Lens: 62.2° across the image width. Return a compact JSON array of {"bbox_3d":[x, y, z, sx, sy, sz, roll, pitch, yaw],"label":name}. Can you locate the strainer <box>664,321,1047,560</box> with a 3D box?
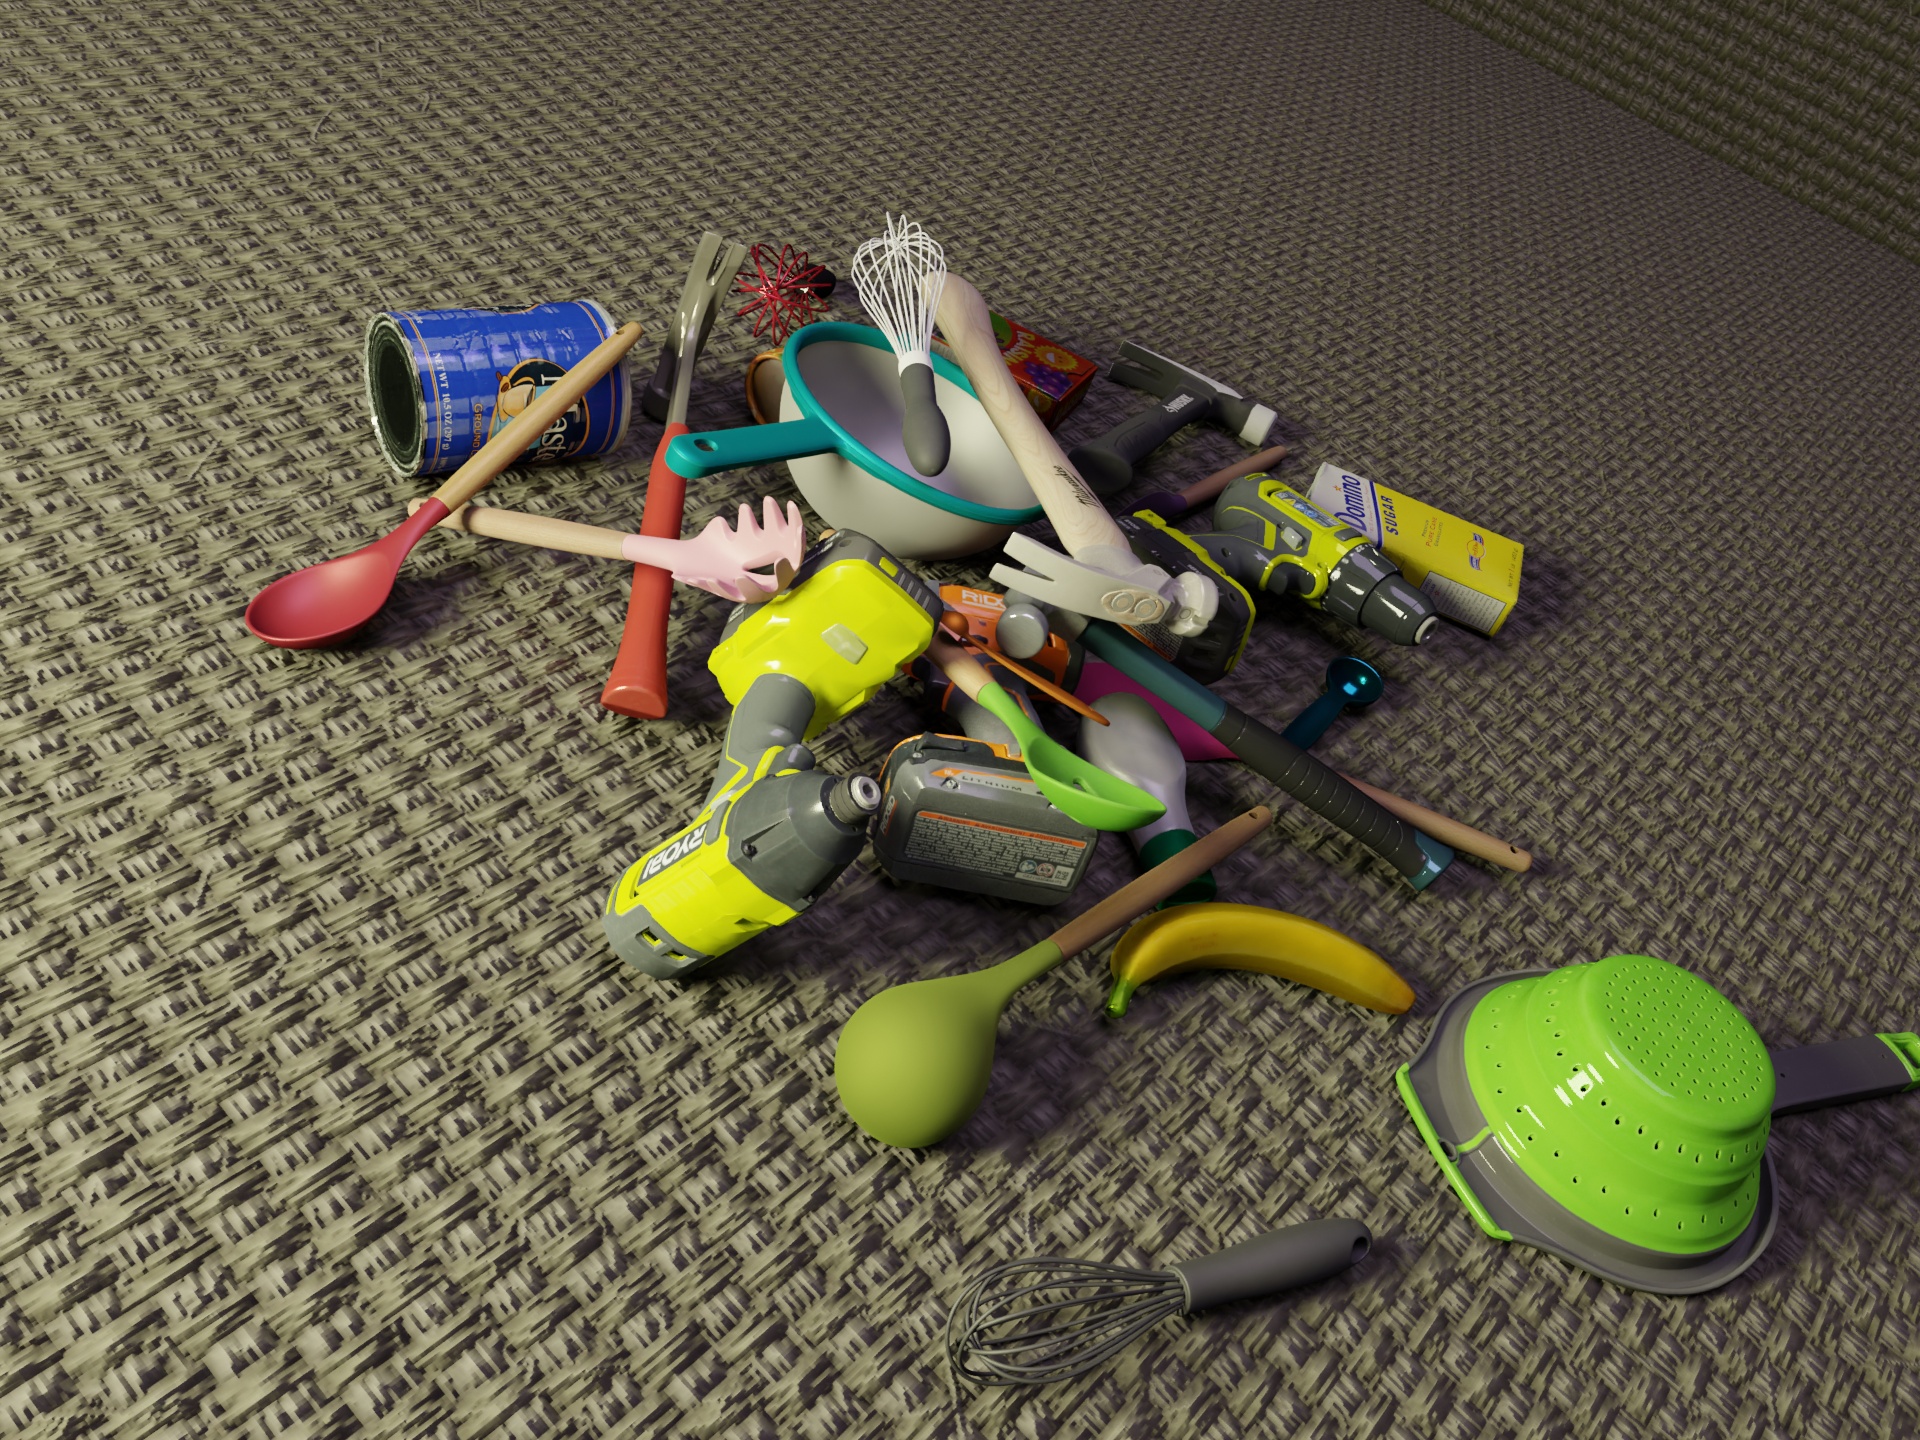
[{"bbox_3d":[-0.079,-0.160,1.043,0.211,0.095,0.340,45,35,17],"label":"strainer"}]

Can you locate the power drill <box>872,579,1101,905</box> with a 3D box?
[{"bbox_3d":[-0.001,-0.003,0.943,0.164,0.084,0.227,12,37,-11],"label":"power drill"}]

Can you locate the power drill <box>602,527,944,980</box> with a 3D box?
[{"bbox_3d":[-0.084,0.011,0.806,0.080,0.171,0.223,40,39,-24],"label":"power drill"}]

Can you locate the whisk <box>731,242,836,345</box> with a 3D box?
[{"bbox_3d":[-0.124,-0.330,1.214,0.073,0.073,0.296,18,18,-4],"label":"whisk"}]

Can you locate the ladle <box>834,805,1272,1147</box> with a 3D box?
[{"bbox_3d":[0.064,0.119,0.836,0.320,0.062,0.078,-26,48,-39],"label":"ladle"}]

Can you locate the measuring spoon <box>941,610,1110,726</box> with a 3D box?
[{"bbox_3d":[0.038,-0.030,0.896,0.117,0.011,0.021,32,10,-11],"label":"measuring spoon"}]

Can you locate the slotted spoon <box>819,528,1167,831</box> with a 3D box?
[{"bbox_3d":[0.003,-0.028,0.888,0.070,0.031,0.314,8,28,-44],"label":"slotted spoon"}]

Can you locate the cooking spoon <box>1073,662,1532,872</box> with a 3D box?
[{"bbox_3d":[0.222,0.032,1.040,0.319,0.017,0.069,23,46,3],"label":"cooking spoon"}]

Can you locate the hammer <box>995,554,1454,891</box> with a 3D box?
[{"bbox_3d":[0.168,0.006,0.975,0.331,0.033,0.128,34,30,-8],"label":"hammer"}]

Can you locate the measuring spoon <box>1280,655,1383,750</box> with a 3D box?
[{"bbox_3d":[0.249,-0.002,1.101,0.042,0.021,0.128,40,52,16],"label":"measuring spoon"}]

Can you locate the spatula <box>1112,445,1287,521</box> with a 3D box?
[{"bbox_3d":[0.184,-0.177,1.242,0.018,0.059,0.316,43,39,14],"label":"spatula"}]

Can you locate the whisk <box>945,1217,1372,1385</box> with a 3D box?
[{"bbox_3d":[0.098,0.256,0.724,0.239,0.055,0.055,-2,45,-31],"label":"whisk"}]

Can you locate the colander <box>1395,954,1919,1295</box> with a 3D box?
[{"bbox_3d":[0.442,0.193,0.901,0.397,0.094,0.205,-2,45,-25],"label":"colander"}]

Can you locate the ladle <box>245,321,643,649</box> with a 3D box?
[{"bbox_3d":[-0.293,-0.145,0.946,0.069,0.031,0.315,24,58,23],"label":"ladle"}]

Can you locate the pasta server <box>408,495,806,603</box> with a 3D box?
[{"bbox_3d":[-0.210,-0.107,0.901,0.316,0.040,0.060,13,59,32],"label":"pasta server"}]

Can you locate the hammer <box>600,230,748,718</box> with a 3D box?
[{"bbox_3d":[-0.181,-0.149,0.996,0.036,0.149,0.359,16,46,-19],"label":"hammer"}]

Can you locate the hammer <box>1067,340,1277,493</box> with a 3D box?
[{"bbox_3d":[0.146,-0.232,1.243,0.146,0.035,0.335,29,28,10],"label":"hammer"}]

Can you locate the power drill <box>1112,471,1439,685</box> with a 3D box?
[{"bbox_3d":[0.214,-0.097,1.132,0.228,0.080,0.191,-18,46,-39],"label":"power drill"}]

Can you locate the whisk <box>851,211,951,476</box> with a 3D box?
[{"bbox_3d":[-0.032,-0.253,1.073,0.070,0.070,0.285,7,44,-16],"label":"whisk"}]

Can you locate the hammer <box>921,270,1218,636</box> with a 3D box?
[{"bbox_3d":[0.032,-0.200,1.061,0.146,0.038,0.411,12,35,-30],"label":"hammer"}]
